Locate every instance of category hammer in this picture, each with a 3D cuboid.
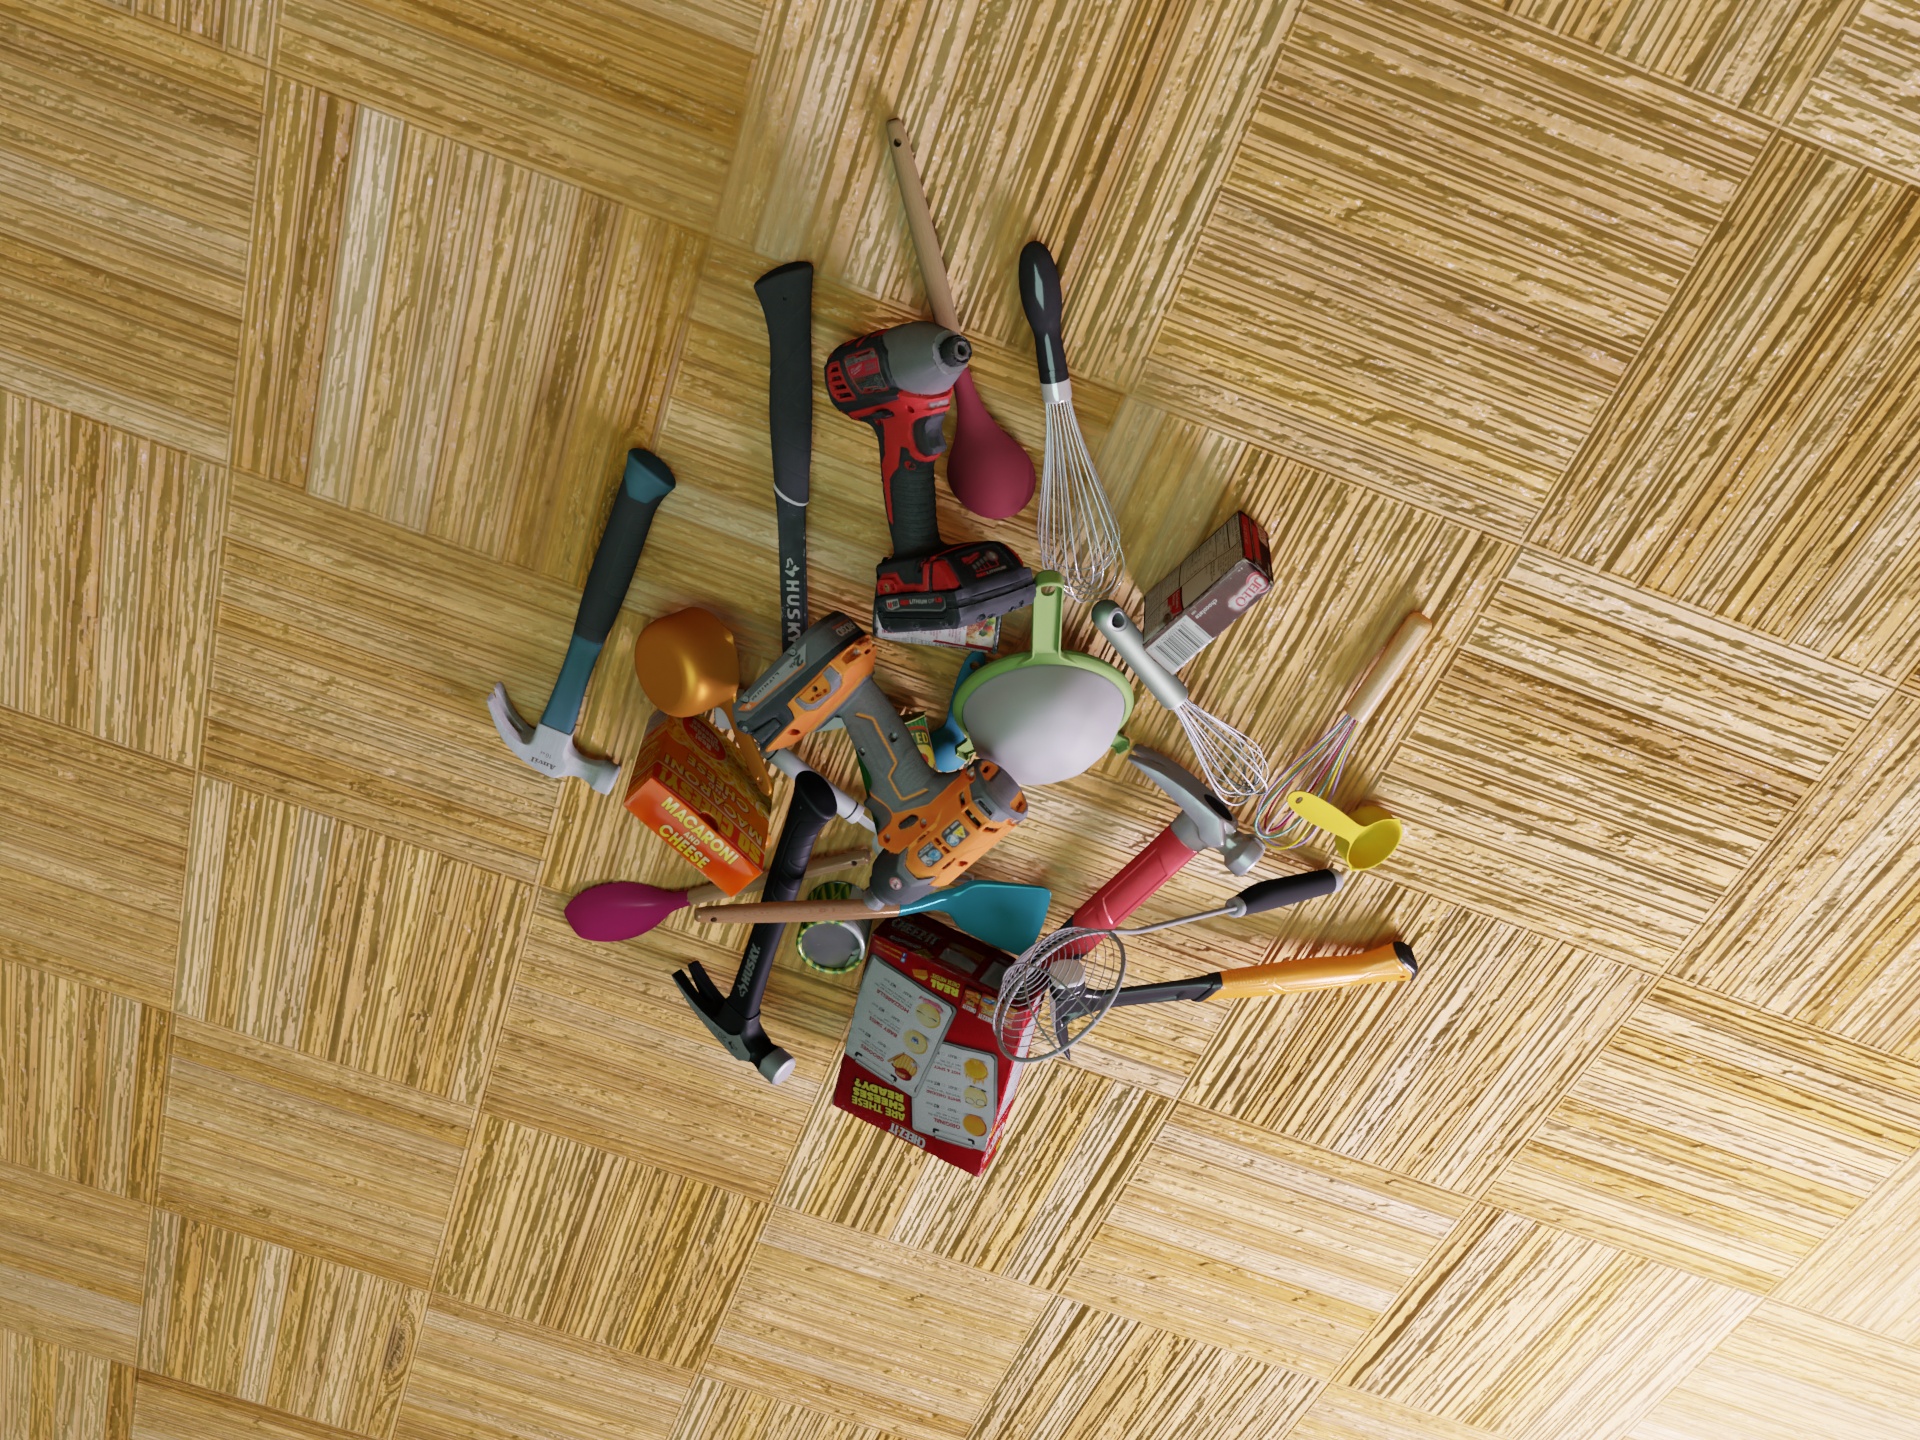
[{"bbox_3d":[-0.176,0.178,1.448,0.146,0.035,0.334,37,128,22],"label":"hammer"},{"bbox_3d":[-0.131,-0.163,1.278,0.149,0.036,0.408,4,122,3],"label":"hammer"},{"bbox_3d":[-0.310,-0.083,1.351,0.128,0.033,0.330,23,122,-9],"label":"hammer"},{"bbox_3d":[0.249,0.247,1.459,0.337,0.034,0.127,-7,138,-1],"label":"hammer"},{"bbox_3d":[0.100,0.185,1.460,0.143,0.038,0.386,42,122,-1],"label":"hammer"}]

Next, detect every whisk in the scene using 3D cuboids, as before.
[{"bbox_3d":[0.079,-0.220,1.207,0.070,0.070,0.284,-6,117,10],"label":"whisk"},{"bbox_3d":[0.316,0.010,1.332,0.051,0.047,0.245,19,119,-19],"label":"whisk"},{"bbox_3d":[0.181,-0.014,1.312,0.058,0.059,0.246,-52,120,-15],"label":"whisk"}]

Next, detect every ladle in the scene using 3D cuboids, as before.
[{"bbox_3d":[-0.007,-0.289,1.189,0.069,0.031,0.315,-10,119,12],"label":"ladle"}]

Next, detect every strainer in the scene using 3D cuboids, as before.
[{"bbox_3d":[-0.090,0.088,1.415,0.258,0.050,0.087,39,140,-20],"label":"strainer"},{"bbox_3d":[0.069,-0.018,1.266,0.151,0.069,0.256,-2,147,0],"label":"strainer"}]

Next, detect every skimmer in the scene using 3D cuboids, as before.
[{"bbox_3d":[0.187,0.197,1.330,0.363,0.127,0.090,-9,93,-32],"label":"skimmer"}]

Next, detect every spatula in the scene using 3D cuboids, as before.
[{"bbox_3d":[-0.076,0.171,1.397,0.317,0.044,0.082,1,125,-25],"label":"spatula"}]

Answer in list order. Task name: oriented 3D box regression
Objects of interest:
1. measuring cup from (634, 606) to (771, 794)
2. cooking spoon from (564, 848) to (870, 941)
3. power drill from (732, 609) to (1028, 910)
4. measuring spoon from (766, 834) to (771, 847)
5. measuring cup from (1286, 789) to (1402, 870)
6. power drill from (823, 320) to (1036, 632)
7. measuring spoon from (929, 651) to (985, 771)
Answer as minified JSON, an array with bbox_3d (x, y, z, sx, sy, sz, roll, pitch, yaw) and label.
[{"bbox_3d":[-0.213,-0.009,1.324,0.095,0.052,0.174,-32,83,46],"label":"measuring cup"},{"bbox_3d":[-0.232,0.162,1.503,0.319,0.017,0.068,-15,120,16],"label":"cooking spoon"},{"bbox_3d":[-0.076,0.042,1.292,0.226,0.084,0.164,47,112,-1],"label":"power drill"},{"bbox_3d":[-0.210,0.076,1.450,0.021,0.011,0.116,-25,116,20],"label":"measuring spoon"},{"bbox_3d":[0.317,0.082,1.348,0.156,0.029,0.062,28,109,-38],"label":"measuring cup"},{"bbox_3d":[-0.023,-0.181,1.167,0.143,0.078,0.219,0,107,53],"label":"power drill"},{"bbox_3d":[-0.002,-0.004,1.368,0.042,0.021,0.128,16,124,-4],"label":"measuring spoon"}]
